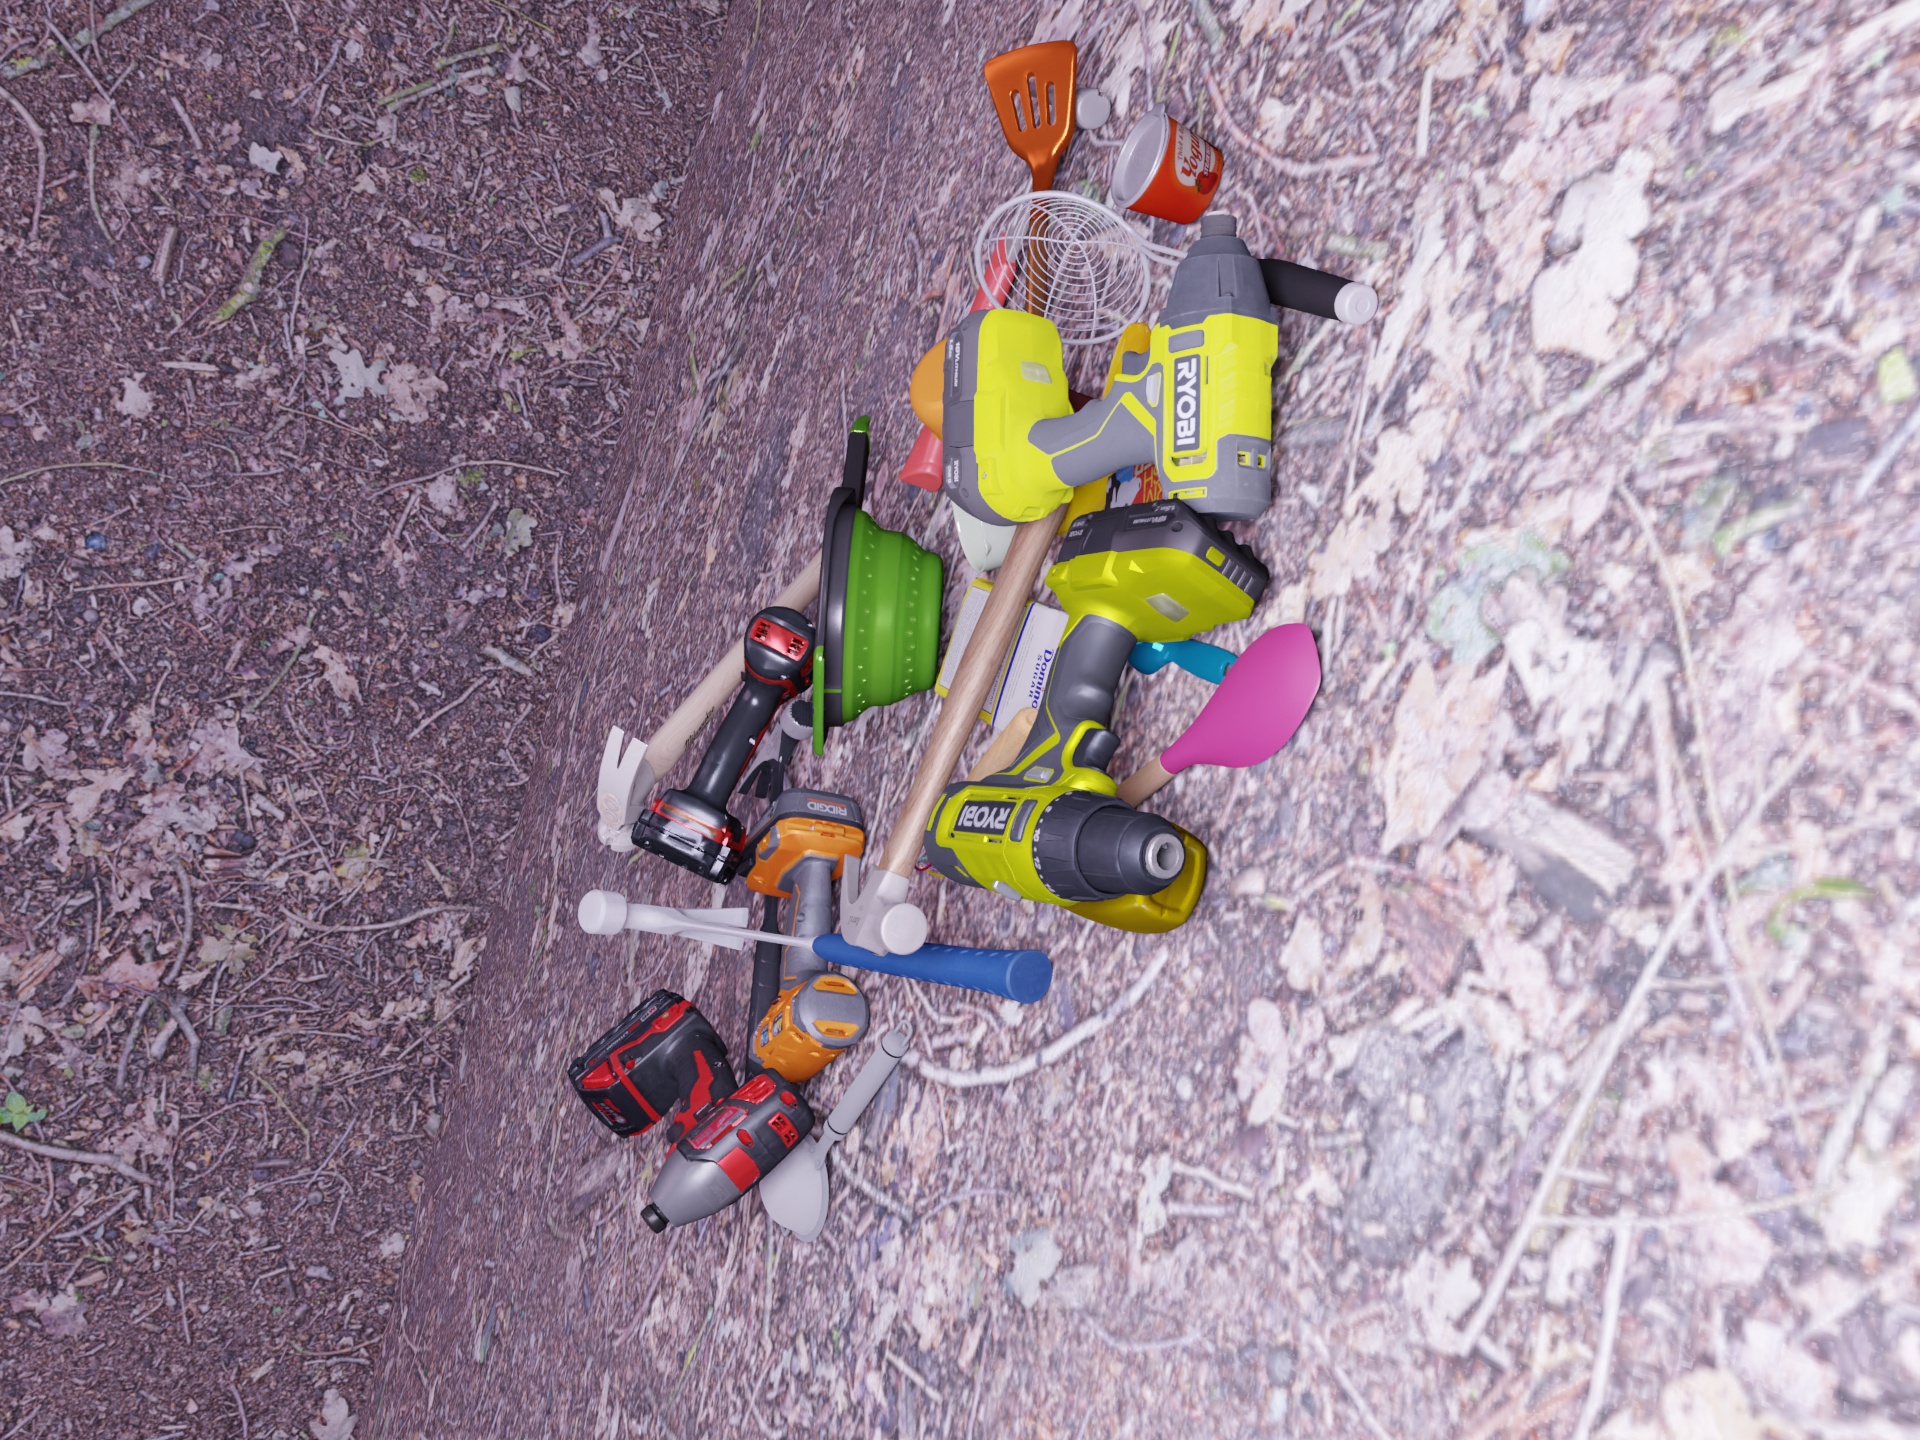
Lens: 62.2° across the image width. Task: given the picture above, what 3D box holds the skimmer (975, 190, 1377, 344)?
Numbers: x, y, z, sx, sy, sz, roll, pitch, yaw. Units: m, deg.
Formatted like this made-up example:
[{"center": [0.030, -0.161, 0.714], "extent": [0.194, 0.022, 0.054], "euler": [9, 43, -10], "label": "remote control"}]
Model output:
[{"center": [0.125, -0.272, 1.015], "extent": [0.090, 0.127, 0.364], "euler": [-43, 33, -3], "label": "skimmer"}]

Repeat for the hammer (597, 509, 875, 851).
[{"center": [-0.185, -0.066, 1.397], "extent": [0.411, 0.038, 0.146], "euler": [-55, -9, -38], "label": "hammer"}]

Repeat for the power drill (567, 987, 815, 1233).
[{"center": [-0.218, 0.307, 1.243], "extent": [0.143, 0.078, 0.220], "euler": [-40, 30, -18], "label": "power drill"}]

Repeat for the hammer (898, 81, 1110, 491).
[{"center": [0.025, -0.372, 1.374], "extent": [0.359, 0.036, 0.149], "euler": [-67, 24, 15], "label": "hammer"}]

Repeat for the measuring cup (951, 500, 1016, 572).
[{"center": [0.022, -0.189, 1.182], "extent": [0.083, 0.038, 0.167], "euler": [-120, 22, -49], "label": "measuring cup"}]

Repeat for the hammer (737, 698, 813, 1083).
[{"center": [-0.181, 0.185, 1.482], "extent": [0.149, 0.036, 0.409], "euler": [-47, 35, 49], "label": "hammer"}]

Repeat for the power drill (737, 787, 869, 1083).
[{"center": [-0.138, 0.190, 1.331], "extent": [0.164, 0.084, 0.227], "euler": [-47, 39, 48], "label": "power drill"}]

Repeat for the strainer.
[{"center": [-0.101, 0.315, 1.216], "extent": [0.258, 0.050, 0.087], "euler": [-57, 44, 27], "label": "strainer"}]

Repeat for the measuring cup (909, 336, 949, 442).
[{"center": [0.011, -0.241, 1.273], "extent": [0.095, 0.052, 0.174], "euler": [-33, 49, 19], "label": "measuring cup"}]

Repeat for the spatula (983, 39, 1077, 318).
[{"center": [0.057, -0.373, 1.252], "extent": [0.081, 0.041, 0.323], "euler": [-3, 80, 25], "label": "spatula"}]

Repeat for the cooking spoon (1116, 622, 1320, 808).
[{"center": [0.110, 0.037, 0.943], "extent": [0.318, 0.017, 0.069], "euler": [-45, 43, 50], "label": "cooking spoon"}]

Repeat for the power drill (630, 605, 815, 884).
[{"center": [-0.180, 0.019, 1.325], "extent": [0.188, 0.080, 0.227], "euler": [109, -174, -82], "label": "power drill"}]

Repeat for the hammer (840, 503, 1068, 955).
[{"center": [-0.002, -0.003, 1.047], "extent": [0.331, 0.031, 0.130], "euler": [-68, 18, -14], "label": "hammer"}]

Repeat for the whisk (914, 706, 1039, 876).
[{"center": [0.003, 0.051, 1.087], "extent": [0.245, 0.051, 0.047], "euler": [126, 139, -57], "label": "whisk"}]

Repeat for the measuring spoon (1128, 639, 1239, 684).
[{"center": [0.129, -0.042, 0.947], "extent": [0.129, 0.021, 0.042], "euler": [31, 104, 66], "label": "measuring spoon"}]

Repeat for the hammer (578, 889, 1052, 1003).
[{"center": [-0.099, 0.159, 1.132], "extent": [0.406, 0.144, 0.035], "euler": [1, 80, 43], "label": "hammer"}]

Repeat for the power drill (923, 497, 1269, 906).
[{"center": [0.083, -0.004, 0.881], "extent": [0.191, 0.080, 0.228], "euler": [-1, 61, 58], "label": "power drill"}]

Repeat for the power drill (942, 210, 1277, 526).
[{"center": [0.091, -0.201, 0.962], "extent": [0.223, 0.080, 0.171], "euler": [1, 91, 48], "label": "power drill"}]

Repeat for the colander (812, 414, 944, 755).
[{"center": [-0.060, -0.137, 1.332], "extent": [0.398, 0.094, 0.204], "euler": [-88, 2, -47], "label": "colander"}]
